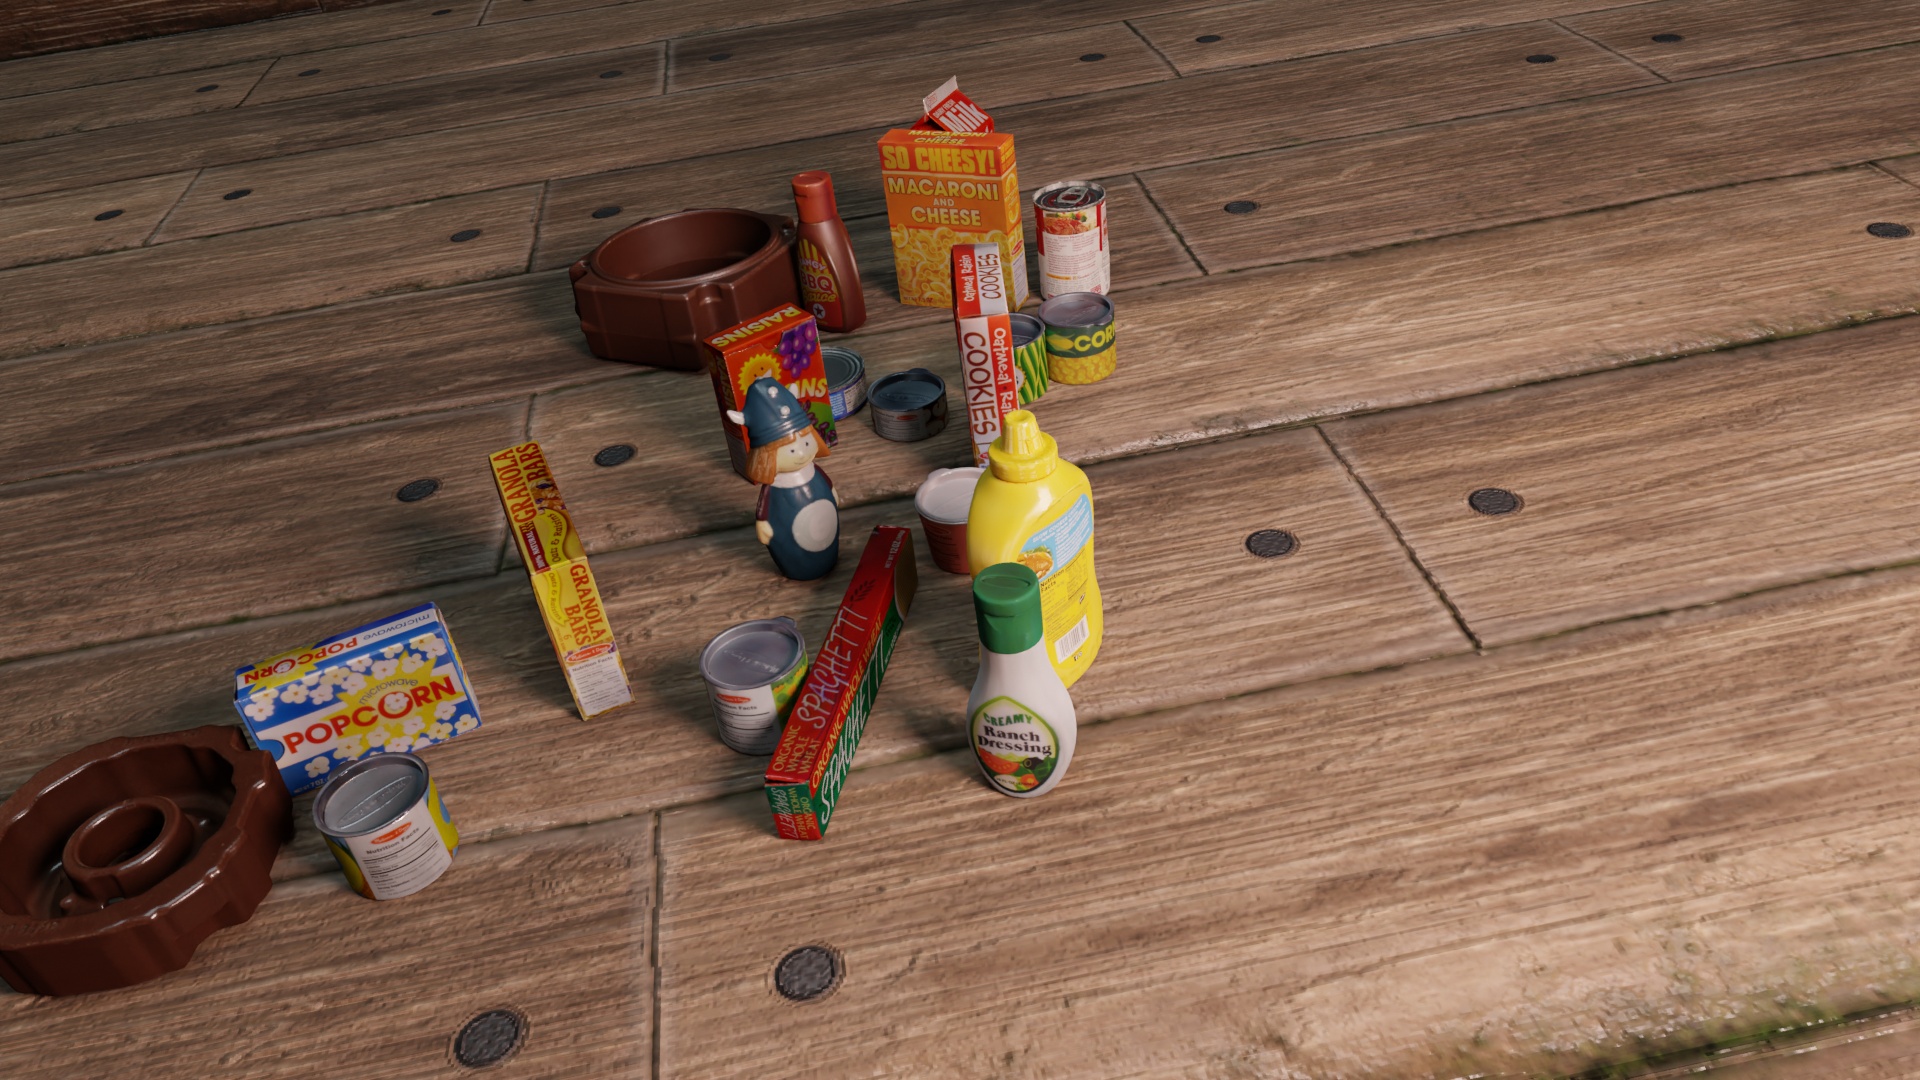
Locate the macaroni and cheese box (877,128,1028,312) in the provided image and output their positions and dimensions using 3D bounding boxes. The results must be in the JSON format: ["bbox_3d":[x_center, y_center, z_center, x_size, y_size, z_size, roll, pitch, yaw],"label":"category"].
[{"bbox_3d":[-0.005,-0.301,1.311,0.124,0.165,0.040,9,39,21],"label":"macaroni and cheese box"}]

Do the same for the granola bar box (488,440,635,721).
[{"bbox_3d":[-0.273,0.024,0.945,0.039,0.123,0.166,-20,37,-17],"label":"granola bar box"}]

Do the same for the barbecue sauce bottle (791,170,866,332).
[{"bbox_3d":[-0.128,-0.271,1.307,0.065,0.147,0.044,21,44,34],"label":"barbecue sauce bottle"}]

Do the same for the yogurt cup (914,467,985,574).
[{"bbox_3d":[0.004,-0.013,1.005,0.072,0.053,0.073,-5,36,4],"label":"yogurt cup"}]

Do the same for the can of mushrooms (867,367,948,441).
[{"bbox_3d":[-0.043,-0.115,1.173,0.071,0.033,0.071,-5,36,4],"label":"can of mushrooms"}]

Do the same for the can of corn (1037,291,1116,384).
[{"bbox_3d":[0.104,-0.175,1.208,0.071,0.058,0.071,-5,36,4],"label":"can of corn"}]

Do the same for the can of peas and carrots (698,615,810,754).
[{"bbox_3d":[-0.125,0.091,0.881,0.071,0.058,0.071,-5,36,4],"label":"can of peas and carrots"}]

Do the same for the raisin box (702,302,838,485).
[{"bbox_3d":[-0.152,-0.118,1.120,0.086,0.122,0.040,-29,40,-27],"label":"raisin box"}]

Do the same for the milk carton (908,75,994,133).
[{"bbox_3d":[-0.009,-0.349,1.358,0.073,0.189,0.073,10,39,23],"label":"milk carton"}]

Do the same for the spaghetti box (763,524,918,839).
[{"bbox_3d":[-0.071,0.083,0.890,0.029,0.050,0.251,2,37,13],"label":"spaghetti box"}]

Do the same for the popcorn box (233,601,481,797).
[{"bbox_3d":[-0.384,0.102,0.891,0.127,0.084,0.038,-21,37,-17],"label":"popcorn box"}]

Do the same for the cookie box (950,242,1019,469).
[{"bbox_3d":[0.021,-0.126,1.063,0.040,0.166,0.123,-7,35,1],"label":"cookie box"}]

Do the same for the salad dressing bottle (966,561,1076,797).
[{"bbox_3d":[0.032,0.080,0.791,0.064,0.146,0.044,5,37,18],"label":"salad dressing bottle"}]

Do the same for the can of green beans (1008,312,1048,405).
[{"bbox_3d":[0.041,-0.155,1.193,0.071,0.057,0.071,-5,36,4],"label":"can of green beans"}]

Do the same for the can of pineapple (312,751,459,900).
[{"bbox_3d":[-0.337,0.166,0.816,0.071,0.057,0.071,-5,36,4],"label":"can of pineapple"}]
